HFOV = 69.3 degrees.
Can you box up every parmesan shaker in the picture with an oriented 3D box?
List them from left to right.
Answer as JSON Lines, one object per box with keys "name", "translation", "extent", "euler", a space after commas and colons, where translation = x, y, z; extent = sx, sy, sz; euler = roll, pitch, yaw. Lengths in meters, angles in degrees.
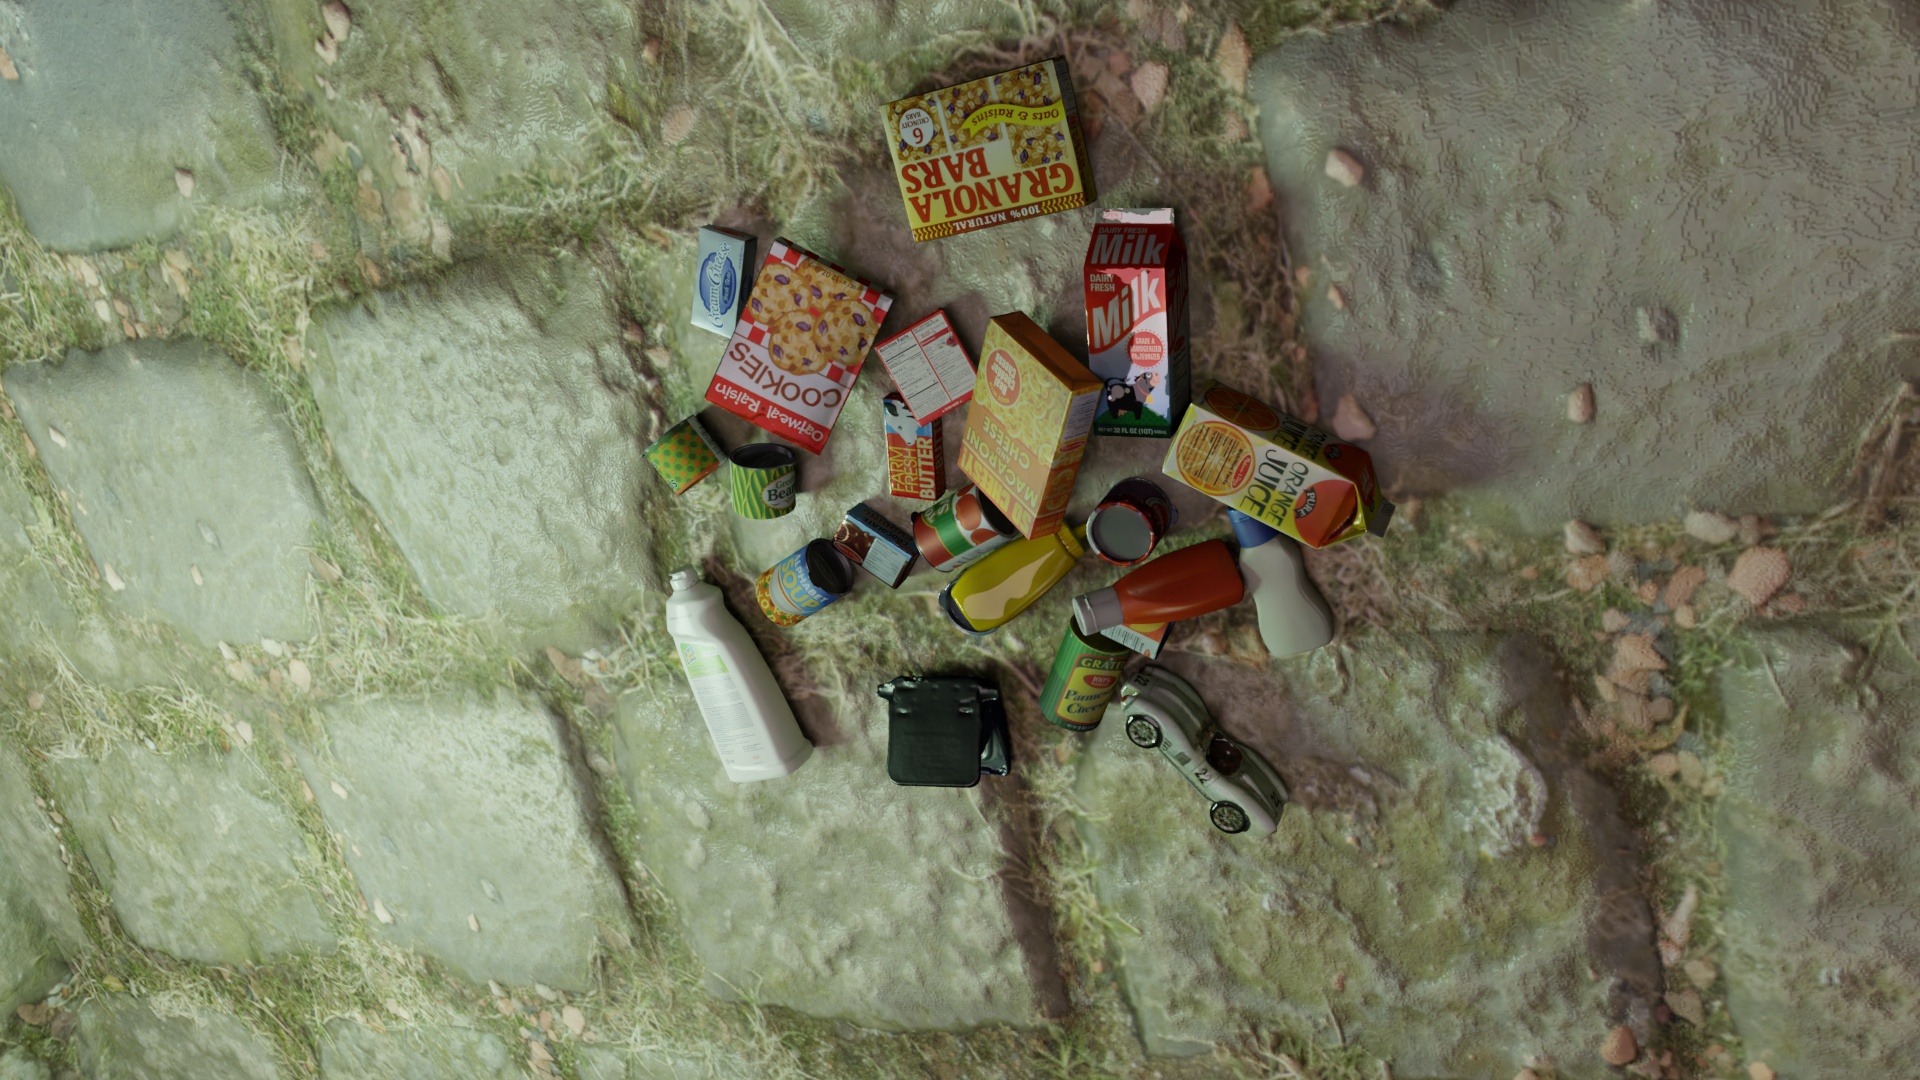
{"name": "parmesan shaker", "translation": [0.125, 0.129, 1.359], "extent": [0.071, 0.072, 0.102], "euler": [25, 122, 12]}

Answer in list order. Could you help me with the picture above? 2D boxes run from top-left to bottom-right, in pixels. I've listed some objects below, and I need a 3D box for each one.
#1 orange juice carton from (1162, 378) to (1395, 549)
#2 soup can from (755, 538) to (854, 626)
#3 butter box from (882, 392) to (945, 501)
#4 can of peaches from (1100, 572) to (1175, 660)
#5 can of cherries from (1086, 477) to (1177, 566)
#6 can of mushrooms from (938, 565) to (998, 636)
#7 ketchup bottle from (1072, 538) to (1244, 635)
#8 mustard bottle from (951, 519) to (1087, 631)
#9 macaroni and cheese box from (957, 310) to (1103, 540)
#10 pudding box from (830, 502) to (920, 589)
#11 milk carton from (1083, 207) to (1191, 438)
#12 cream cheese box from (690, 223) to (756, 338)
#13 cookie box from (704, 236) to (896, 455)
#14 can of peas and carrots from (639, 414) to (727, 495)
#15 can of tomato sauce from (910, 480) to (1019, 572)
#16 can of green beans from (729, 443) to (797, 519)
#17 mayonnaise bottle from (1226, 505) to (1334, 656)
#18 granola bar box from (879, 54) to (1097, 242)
{"name": "orange juice carton", "translation": [0.280, -0.058, 1.194], "extent": [0.193, 0.072, 0.072], "euler": [27, 122, 11]}
{"name": "soup can", "translation": [-0.165, 0.045, 1.449], "extent": [0.083, 0.072, 0.071], "euler": [-31, 98, 33]}
{"name": "butter box", "translation": [-0.045, -0.092, 1.357], "extent": [0.053, 0.024, 0.103], "euler": [7, 116, 23]}
{"name": "can of peaches", "translation": [0.172, 0.069, 1.309], "extent": [0.058, 0.071, 0.071], "euler": [25, 121, 13]}
{"name": "can of cherries", "translation": [0.158, -0.017, 1.278], "extent": [0.071, 0.059, 0.071], "euler": [10, 117, 21]}
{"name": "can of mushrooms", "translation": [0.016, 0.059, 1.394], "extent": [0.071, 0.033, 0.070], "euler": [10, 118, 20]}
{"name": "ketchup bottle", "translation": [0.177, 0.047, 1.257], "extent": [0.149, 0.065, 0.043], "euler": [-17, 146, -5]}
{"name": "mustard bottle", "translation": [0.070, 0.024, 1.329], "extent": [0.160, 0.049, 0.065], "euler": [-34, 89, 10]}
{"name": "macaroni and cheese box", "translation": [0.060, -0.102, 1.249], "extent": [0.124, 0.040, 0.165], "euler": [48, 141, 35]}
{"name": "pudding box", "translation": [-0.085, 0.005, 1.418], "extent": [0.084, 0.030, 0.049], "euler": [33, 124, 7]}
{"name": "milk carton", "translation": [0.152, -0.189, 1.190], "extent": [0.072, 0.074, 0.189], "euler": [5, 115, 23]}
{"name": "cream cheese box", "translation": [-0.234, -0.255, 1.368], "extent": [0.053, 0.024, 0.103], "euler": [21, 120, 16]}
{"name": "cookie box", "translation": [-0.152, -0.182, 1.311], "extent": [0.123, 0.040, 0.167], "euler": [26, 105, -5]}
{"name": "can of peas and carrots", "translation": [-0.288, -0.087, 1.445], "extent": [0.070, 0.071, 0.058], "euler": [-34, 97, 33]}
{"name": "can of tomato sauce", "translation": [0.005, -0.017, 1.344], "extent": [0.083, 0.071, 0.071], "euler": [-29, 99, 32]}
{"name": "can of green beans", "translation": [-0.201, -0.061, 1.419], "extent": [0.071, 0.071, 0.057], "euler": [12, 118, 20]}
{"name": "mayonnaise bottle", "translation": [0.284, 0.030, 1.253], "extent": [0.064, 0.041, 0.147], "euler": [-18, 104, 29]}
{"name": "granola bar box", "translation": [0.024, -0.336, 1.201], "extent": [0.165, 0.039, 0.123], "euler": [-6, 110, 27]}
